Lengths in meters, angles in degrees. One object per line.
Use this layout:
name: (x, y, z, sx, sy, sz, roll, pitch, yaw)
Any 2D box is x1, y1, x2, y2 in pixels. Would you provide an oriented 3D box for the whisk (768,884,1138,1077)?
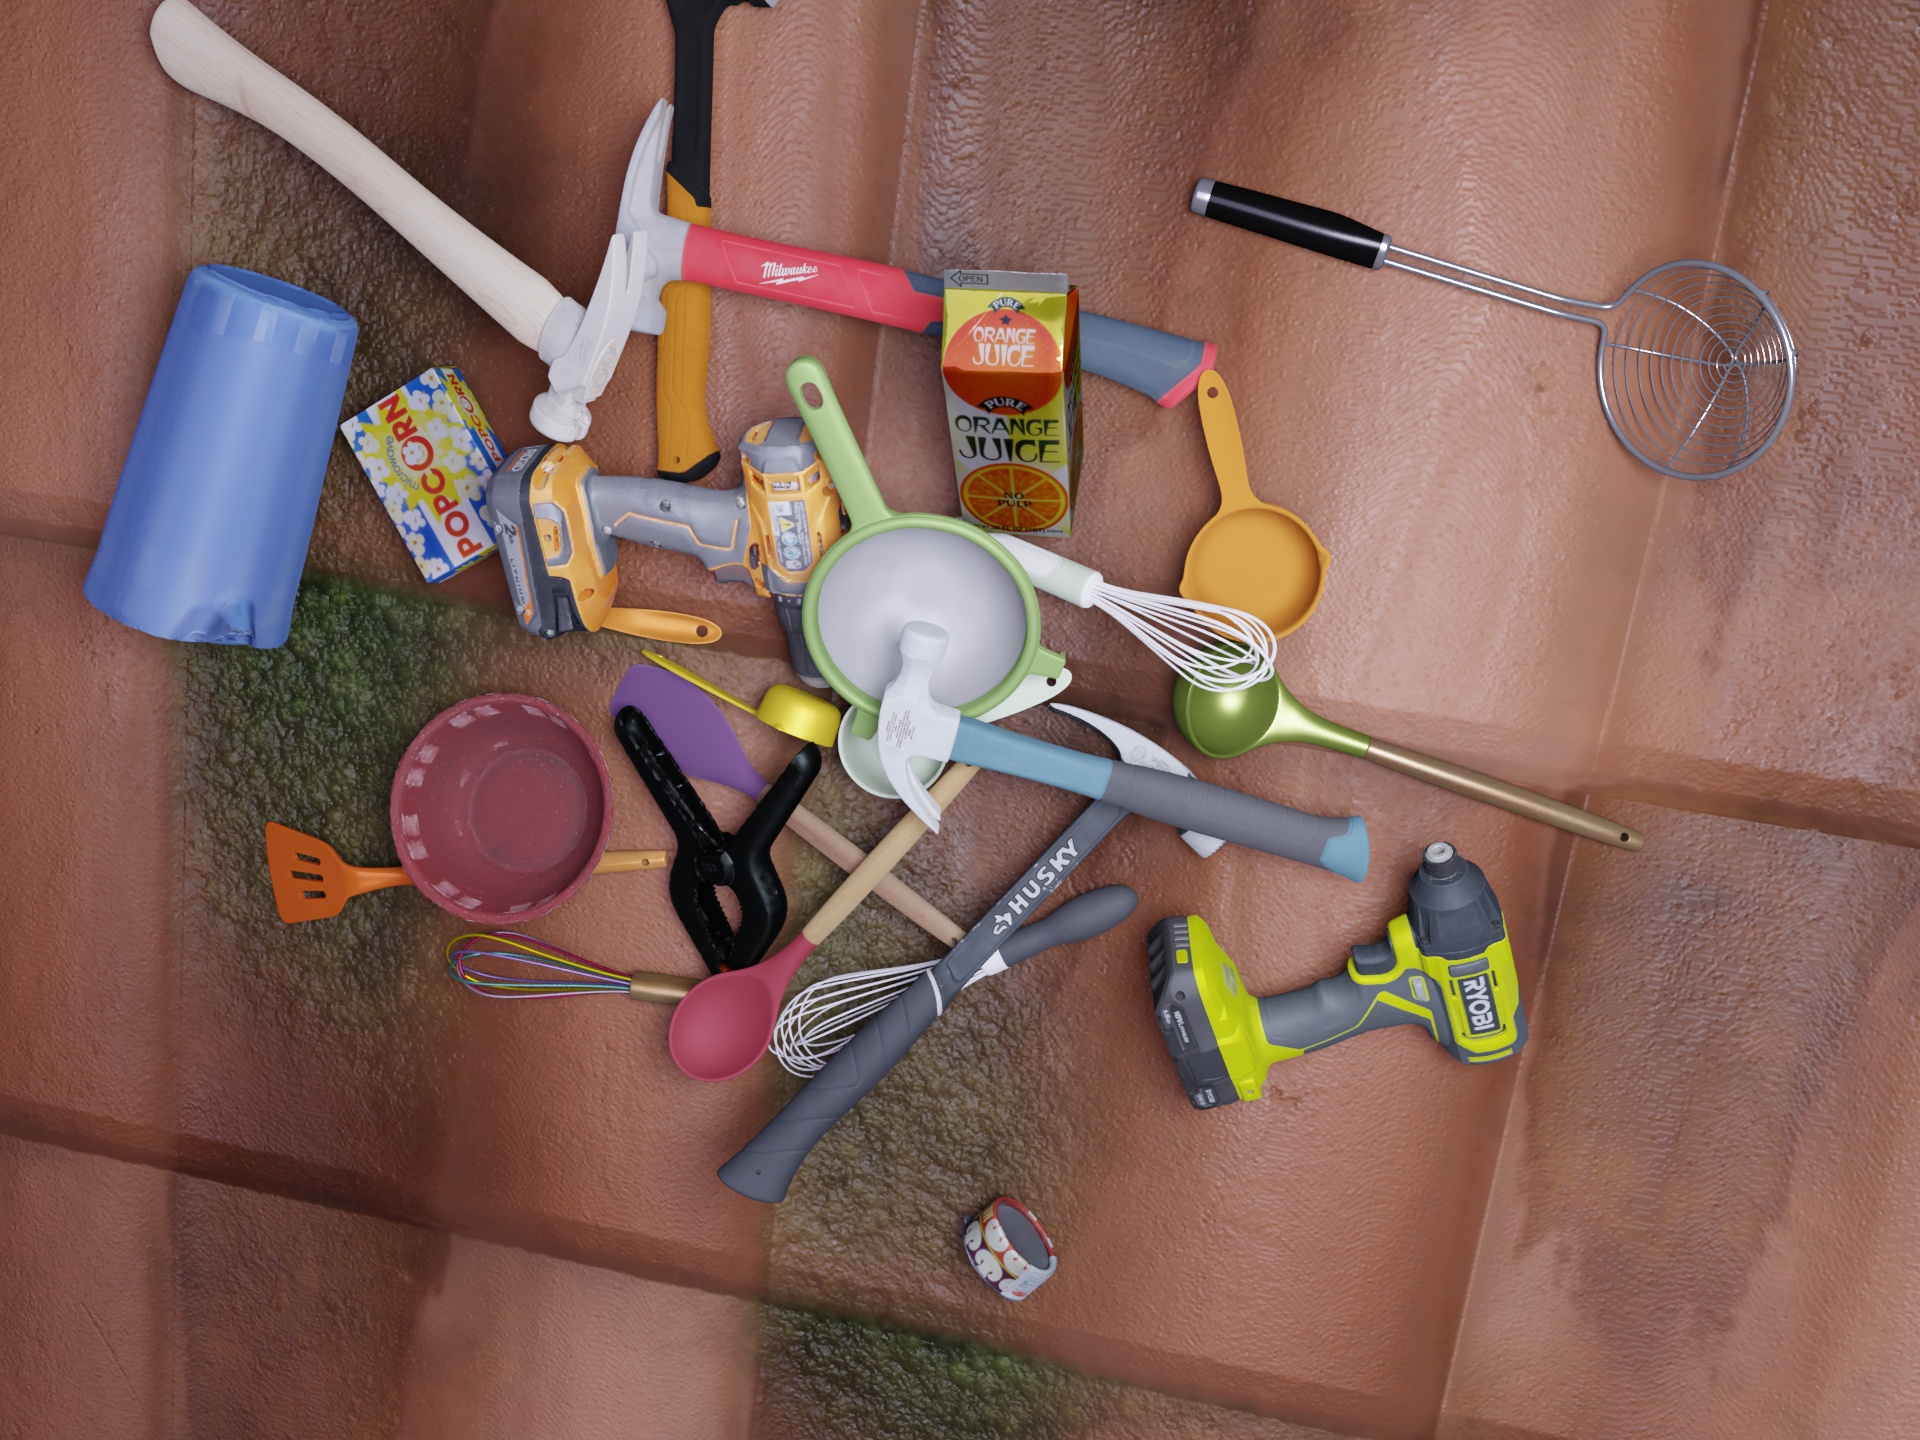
whisk: (-0.007, 0.177, 1.111, 0.284, 0.070, 0.070, -25, 96, 9)

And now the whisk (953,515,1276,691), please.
whisk: (0.090, -0.080, 1.011, 0.246, 0.059, 0.058, 26, 71, 26)

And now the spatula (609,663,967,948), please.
spatula: (-0.116, 0.063, 1.108, 0.316, 0.018, 0.059, 37, 107, 10)

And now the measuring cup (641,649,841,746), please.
measuring cup: (-0.152, -0.026, 1.102, 0.156, 0.062, 0.029, 26, 94, 15)

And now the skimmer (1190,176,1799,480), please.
skimmer: (0.306, -0.249, 0.947, 0.363, 0.090, 0.127, 20, 136, 8)

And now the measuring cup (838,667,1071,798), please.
measuring cup: (-0.002, -0.003, 1.082, 0.167, 0.038, 0.083, -21, 97, 10)

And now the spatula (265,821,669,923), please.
spatula: (-0.371, 0.109, 1.179, 0.322, 0.041, 0.081, -4, 101, 7)

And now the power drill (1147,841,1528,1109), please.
power drill: (0.241, 0.165, 1.030, 0.223, 0.080, 0.171, -16, 123, 13)

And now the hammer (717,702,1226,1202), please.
hammer: (-0.007, 0.162, 1.056, 0.149, 0.036, 0.409, 45, 87, 3)

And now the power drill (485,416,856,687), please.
power drill: (-0.180, -0.103, 1.058, 0.226, 0.084, 0.185, -2, 122, 7)

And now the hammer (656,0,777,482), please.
hammer: (-0.188, -0.327, 1.048, 0.127, 0.034, 0.336, 5, 103, 8)

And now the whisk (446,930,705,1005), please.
whisk: (-0.261, 0.189, 1.165, 0.245, 0.051, 0.047, 7, 97, 6)

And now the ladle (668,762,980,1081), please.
ladle: (-0.087, 0.129, 1.082, 0.069, 0.031, 0.315, 45, 104, 9)

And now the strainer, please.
strainer: (-0.044, -0.118, 1.003, 0.151, 0.069, 0.256, -18, 116, 15)

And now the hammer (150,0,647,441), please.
hammer: (-0.374, -0.357, 1.033, 0.411, 0.038, 0.146, 39, 124, 11)

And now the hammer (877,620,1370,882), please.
hammer: (0.106, 0.041, 1.014, 0.331, 0.033, 0.128, 16, 114, -4)

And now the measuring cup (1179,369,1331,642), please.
measuring cup: (0.178, -0.137, 1.014, 0.095, 0.052, 0.173, -13, 97, 13)

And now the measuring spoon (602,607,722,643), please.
measuring spoon: (-0.224, -0.069, 1.122, 0.117, 0.011, 0.021, 8, 94, 5)

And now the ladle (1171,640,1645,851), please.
ladle: (0.289, 0.027, 1.026, 0.320, 0.062, 0.078, 19, 94, 3)

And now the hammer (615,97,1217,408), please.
hammer: (-0.026, -0.281, 1.007, 0.386, 0.038, 0.143, 13, 102, 1)
